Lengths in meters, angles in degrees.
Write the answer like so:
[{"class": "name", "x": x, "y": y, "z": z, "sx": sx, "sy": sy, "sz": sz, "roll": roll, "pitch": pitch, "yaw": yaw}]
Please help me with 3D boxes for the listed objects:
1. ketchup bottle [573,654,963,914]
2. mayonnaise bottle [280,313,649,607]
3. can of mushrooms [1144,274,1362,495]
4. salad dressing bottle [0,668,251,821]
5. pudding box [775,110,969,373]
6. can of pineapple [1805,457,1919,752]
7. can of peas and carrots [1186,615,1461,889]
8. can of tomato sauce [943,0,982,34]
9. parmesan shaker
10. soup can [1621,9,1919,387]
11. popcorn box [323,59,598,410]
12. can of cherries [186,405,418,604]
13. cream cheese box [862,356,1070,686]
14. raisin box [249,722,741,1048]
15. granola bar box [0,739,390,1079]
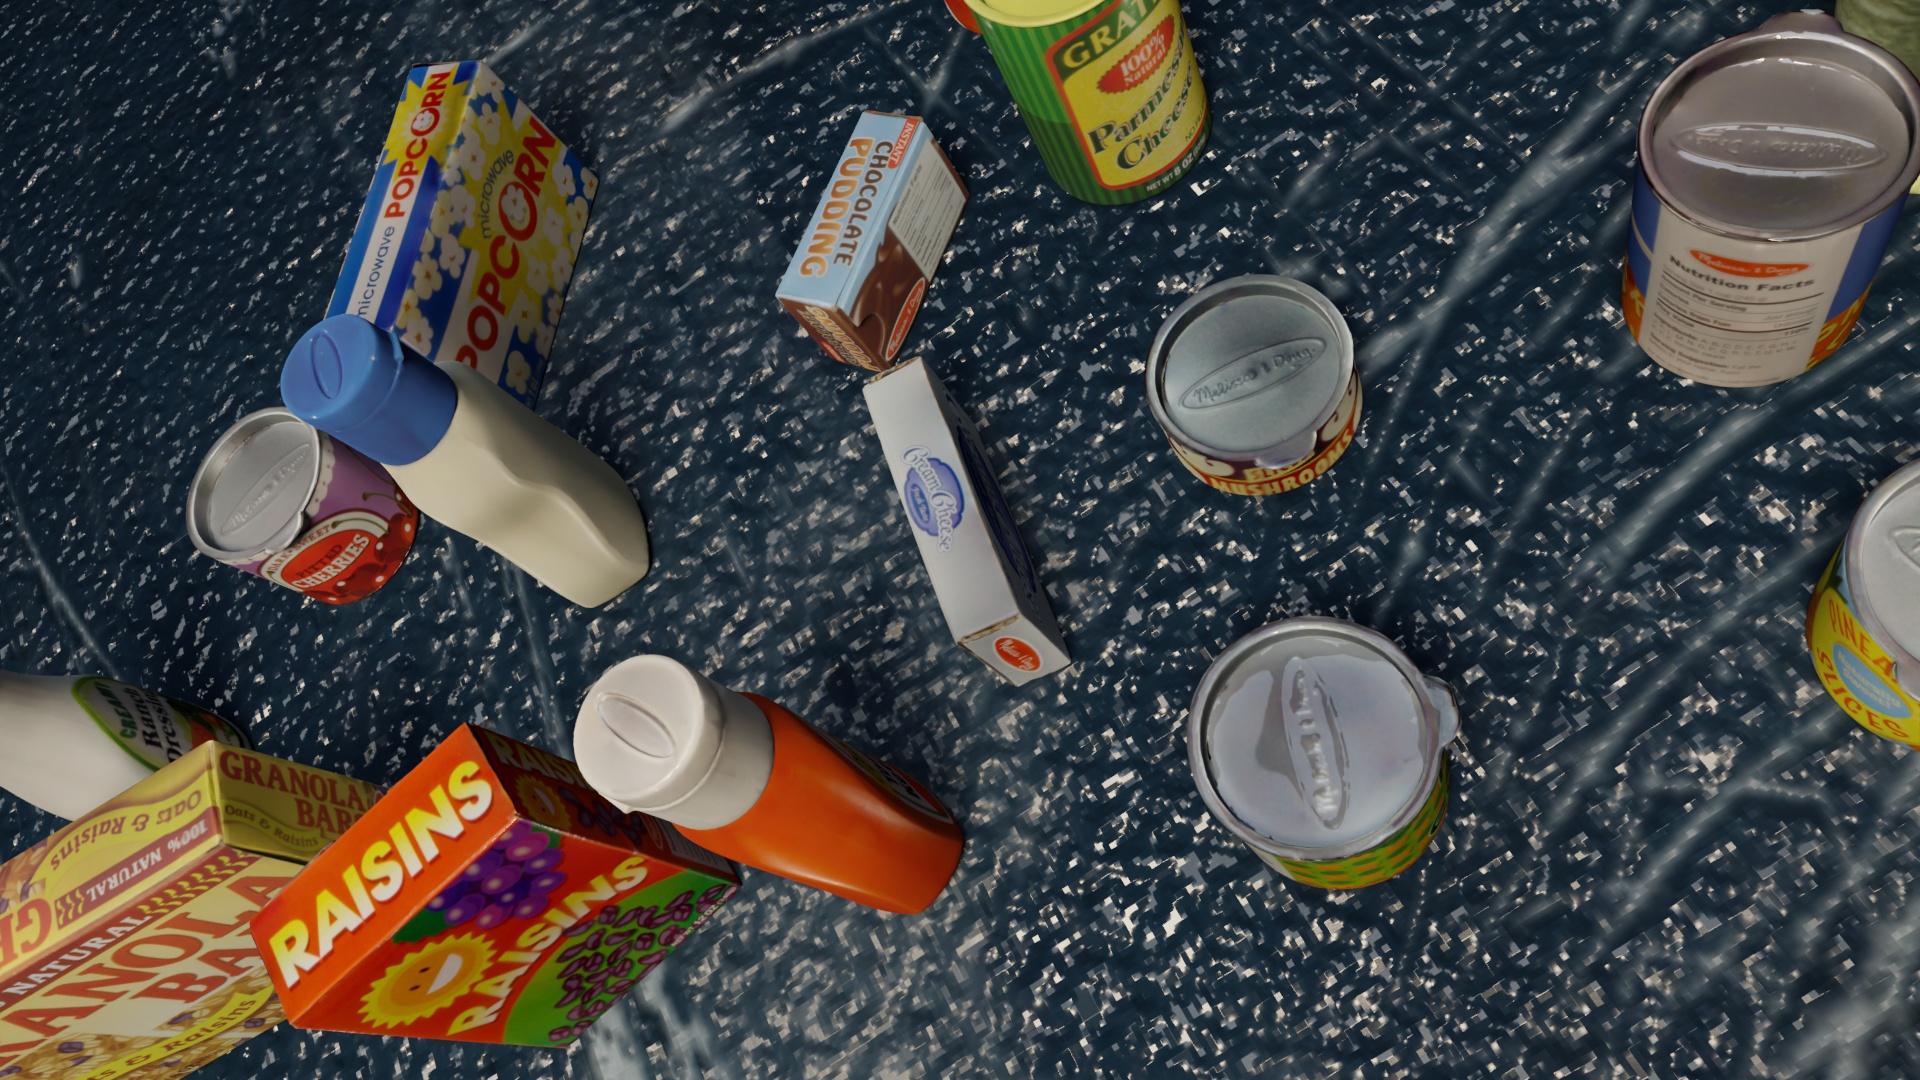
[{"class": "ketchup bottle", "x": -0.052, "y": 0.071, "z": 0.394, "sx": 0.065, "sy": 0.148, "sz": 0.043, "roll": 27, "pitch": 81, "yaw": 29}, {"class": "mayonnaise bottle", "x": -0.166, "y": -0.027, "z": 0.481, "sx": 0.041, "sy": 0.147, "sz": 0.065, "roll": -32, "pitch": 61, "yaw": 7}, {"class": "can of mushrooms", "x": 0.096, "y": -0.048, "z": 0.452, "sx": 0.071, "sy": 0.033, "sz": 0.071, "roll": -8, "pitch": 66, "yaw": 19}, {"class": "salad dressing bottle", "x": -0.332, "y": 0.071, "z": 0.506, "sx": 0.044, "sy": 0.147, "sz": 0.064, "roll": -43, "pitch": 60, "yaw": 1}, {"class": "pudding box", "x": -0.031, "y": -0.112, "z": 0.520, "sx": 0.030, "sy": 0.049, "sz": 0.084, "roll": 15, "pitch": 75, "yaw": 26}, {"class": "can of pineapple", "x": 0.253, "y": 0.018, "z": 0.348, "sx": 0.071, "sy": 0.057, "sz": 0.071, "roll": -8, "pitch": 66, "yaw": 19}, {"class": "can of peas and carrots", "x": 0.104, "y": 0.060, "z": 0.389, "sx": 0.071, "sy": 0.058, "sz": 0.071, "roll": -8, "pitch": 66, "yaw": 19}, {"class": "can of tomato sauce", "x": 0.009, "y": -0.249, "z": 0.543, "sx": 0.071, "sy": 0.083, "sz": 0.071, "roll": -8, "pitch": 66, "yaw": 19}, {"class": "parmesan shaker", "x": 0.048, "y": -0.174, "z": 0.484, "sx": 0.071, "sy": 0.103, "sz": 0.071, "roll": -8, "pitch": 66, "yaw": 19}, {"class": "soup can", "x": 0.225, "y": -0.092, "z": 0.391, "sx": 0.071, "sy": 0.083, "sz": 0.071, "roll": -8, "pitch": 66, "yaw": 19}, {"class": "popcorn box", "x": -0.202, "y": -0.119, "z": 0.571, "sx": 0.038, "sy": 0.085, "sz": 0.127, "roll": 1, "pitch": 69, "yaw": 22}, {"class": "can of cherries", "x": -0.266, "y": -0.011, "z": 0.566, "sx": 0.071, "sy": 0.058, "sz": 0.072, "roll": -8, "pitch": 66, "yaw": 19}, {"class": "cream cheese box", "x": 0.002, "y": -0.006, "z": 0.460, "sx": 0.024, "sy": 0.053, "sz": 0.104, "roll": -27, "pitch": 61, "yaw": 10}, {"class": "raisin box", "x": -0.135, "y": 0.110, "z": 0.426, "sx": 0.086, "sy": 0.123, "sz": 0.040, "roll": -42, "pitch": 60, "yaw": 1}, {"class": "granola bar box", "x": -0.265, "y": 0.135, "z": 0.466, "sx": 0.165, "sy": 0.124, "sz": 0.039, "roll": -30, "pitch": 61, "yaw": 8}]
